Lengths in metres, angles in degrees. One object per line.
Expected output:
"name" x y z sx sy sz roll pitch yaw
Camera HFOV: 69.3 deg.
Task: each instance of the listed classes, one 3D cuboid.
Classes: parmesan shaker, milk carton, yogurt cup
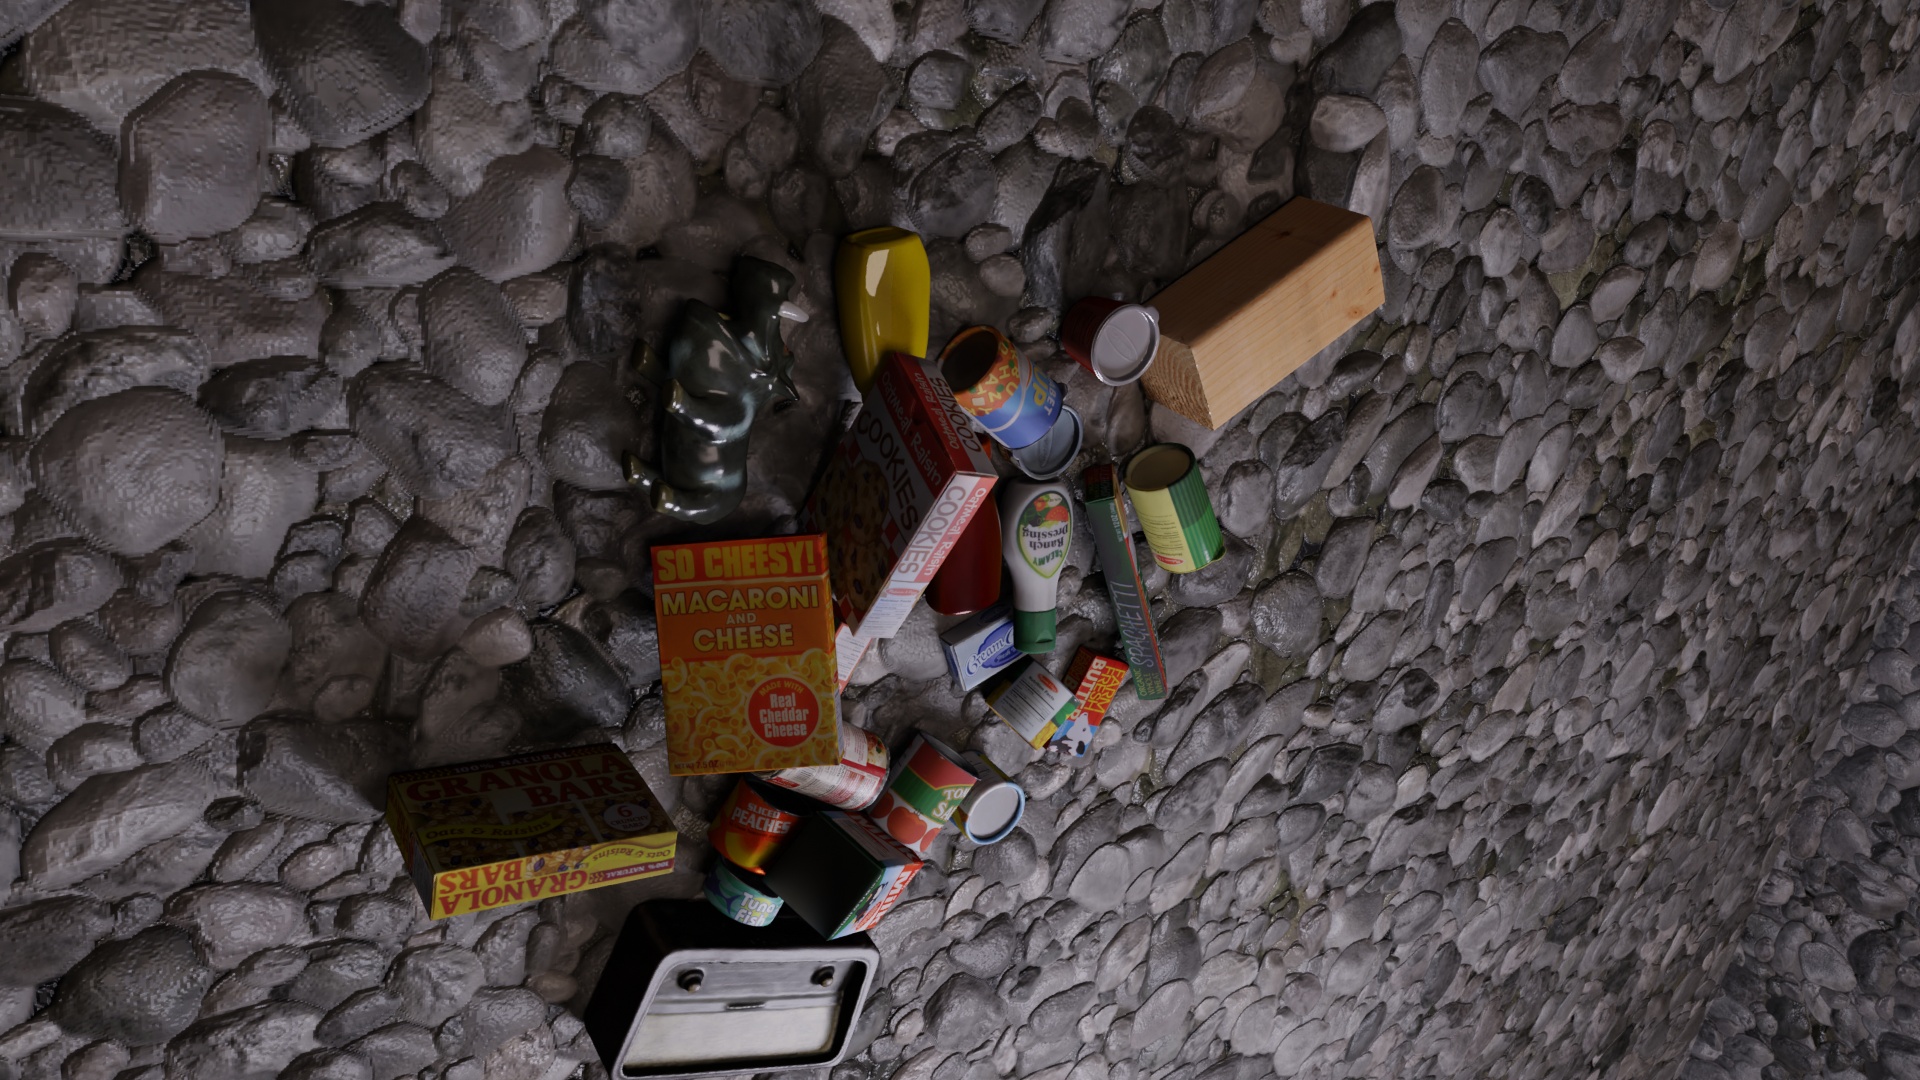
"parmesan shaker" 0.193 -0.029 1.242 0.071 0.071 0.102 -38 129 -14
"milk carton" -0.090 0.277 1.164 0.072 0.073 0.190 -52 164 -1
"yogurt cup" 0.119 -0.165 1.128 0.072 0.054 0.072 -17 122 -29

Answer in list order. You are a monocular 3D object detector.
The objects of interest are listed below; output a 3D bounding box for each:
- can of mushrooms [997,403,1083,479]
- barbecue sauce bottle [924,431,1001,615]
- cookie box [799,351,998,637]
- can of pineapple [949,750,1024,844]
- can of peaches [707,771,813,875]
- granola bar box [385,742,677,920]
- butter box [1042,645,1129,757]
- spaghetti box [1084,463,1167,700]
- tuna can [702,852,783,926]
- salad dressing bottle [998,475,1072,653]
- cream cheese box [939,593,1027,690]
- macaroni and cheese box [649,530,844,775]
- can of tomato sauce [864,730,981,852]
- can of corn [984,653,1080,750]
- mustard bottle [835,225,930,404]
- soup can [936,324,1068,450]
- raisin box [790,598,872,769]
"can of mushrooms" 0.063 -0.086 1.143 0.071 0.033 0.070 -17 123 -29
"barbecue sauce bottle" 0.004 -0.014 1.131 0.065 0.044 0.147 -14 120 -30
"cookie box" -0.049 -0.031 0.993 0.040 0.123 0.166 4 133 -36
"can of pineapple" 0.017 0.234 1.259 0.071 0.058 0.070 -17 122 -29
"can of peaches" -0.162 0.228 1.117 0.071 0.071 0.058 29 96 -42
"granola bar box" -0.298 0.196 0.965 0.166 0.124 0.039 -4 115 -35
"butter box" 0.115 0.152 1.310 0.053 0.024 0.103 18 102 -41
"spaghetti box" 0.152 0.044 1.261 0.028 0.050 0.248 -10 127 12
"tuna can" -0.174 0.285 1.137 0.071 0.071 0.033 23 99 -41
"salad dressing bottle" 0.063 0.021 1.172 0.064 0.044 0.147 -8 105 -28
"cream cheese box" 0.034 0.084 1.216 0.104 0.024 0.053 -29 125 -21
"macaroni and cheese box" -0.152 0.080 0.998 0.124 0.040 0.166 -4 96 1
"can of tomato sauce" -0.032 0.219 1.208 0.071 0.071 0.083 36 90 -42
"can of corn" 0.065 0.145 1.244 0.058 0.071 0.071 -47 131 -6
"mustard bottle" -0.056 -0.146 1.015 0.065 0.049 0.159 -18 124 -30
"soup can" 0.032 -0.121 1.079 0.083 0.071 0.071 37 89 -42
"raisin box" -0.130 0.100 1.064 0.040 0.086 0.123 26 96 -46
